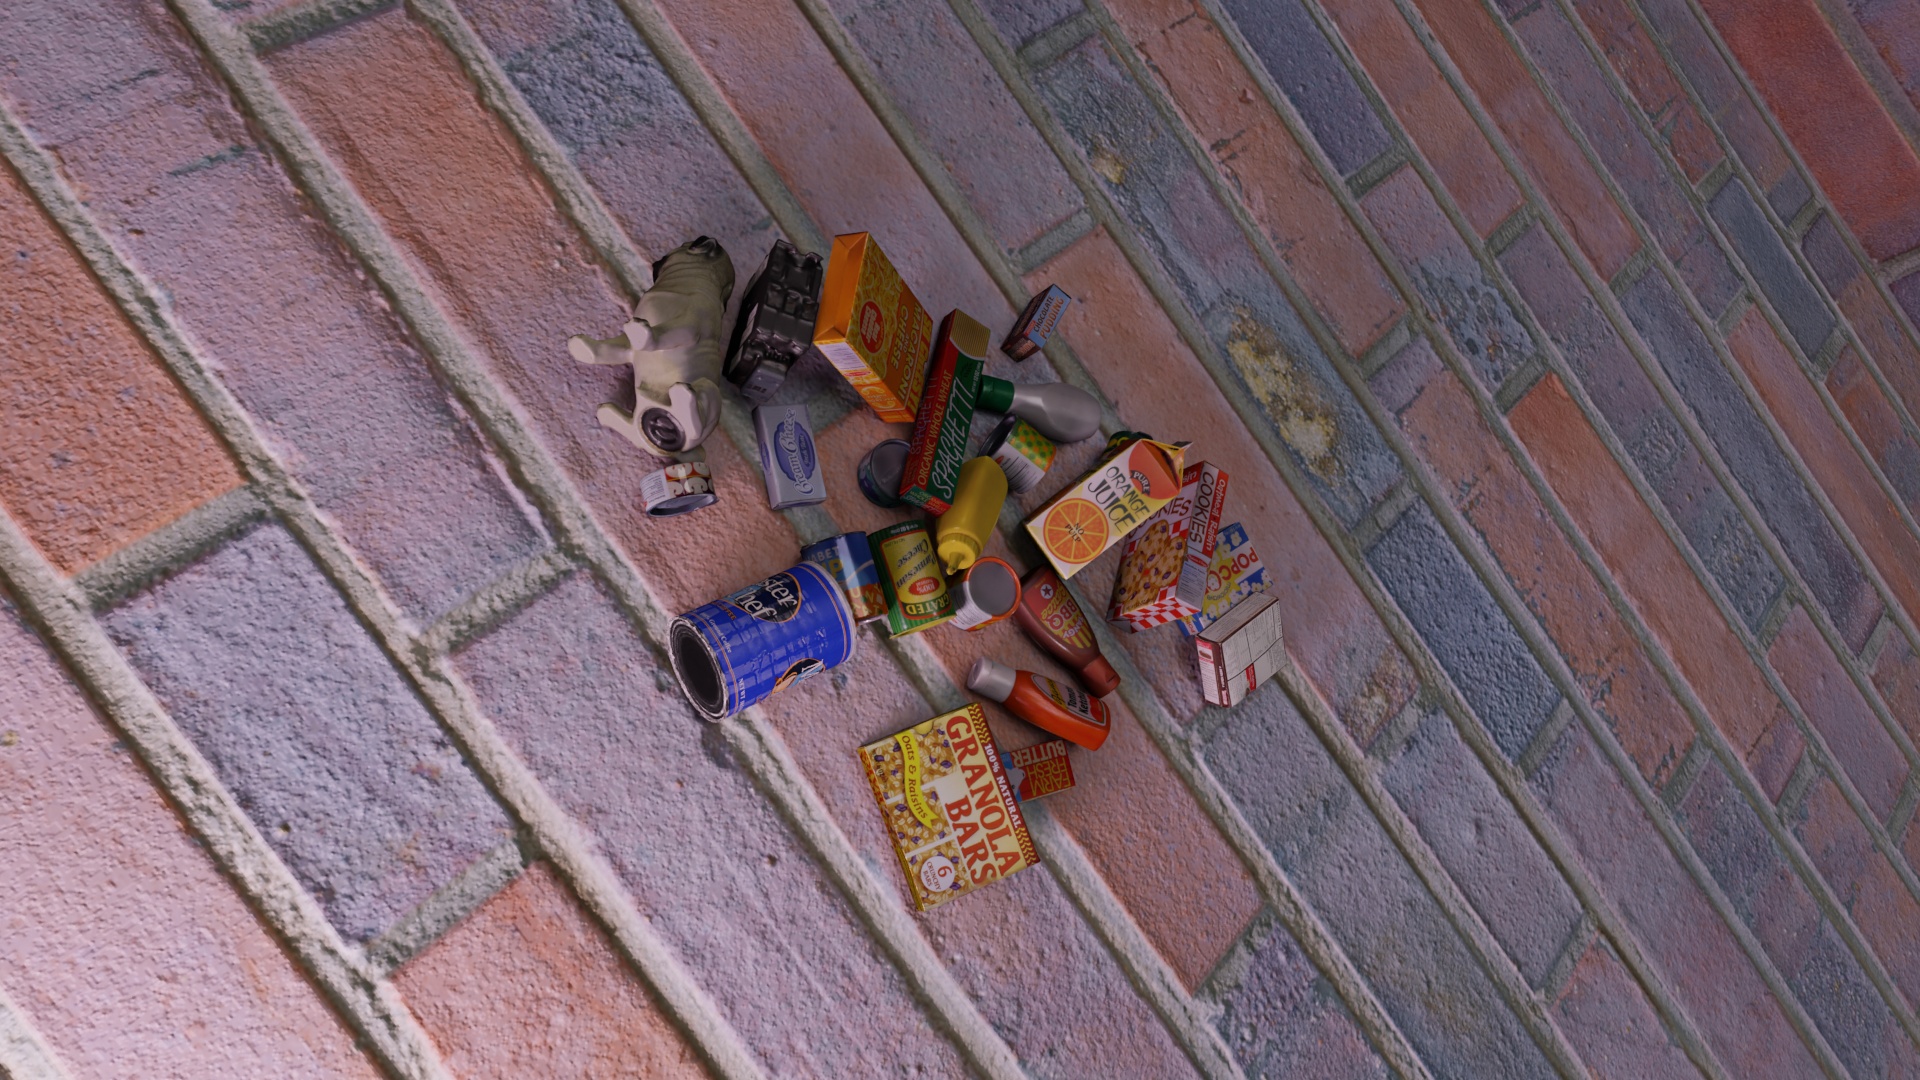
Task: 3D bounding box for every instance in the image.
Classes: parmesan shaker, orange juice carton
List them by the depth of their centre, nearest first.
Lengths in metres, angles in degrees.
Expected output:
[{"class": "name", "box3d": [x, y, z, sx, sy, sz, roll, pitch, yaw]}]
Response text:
[{"class": "parmesan shaker", "box3d": [-0.053, 0.038, 1.371, 0.071, 0.071, 0.103, -16, 82, -32]}, {"class": "orange juice carton", "box3d": [0.161, -0.047, 1.465, 0.193, 0.072, 0.073, -37, 95, -1]}]

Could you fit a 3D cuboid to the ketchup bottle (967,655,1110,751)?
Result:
[{"class": "ketchup bottle", "box3d": [0.079, 0.162, 1.412, 0.149, 0.043, 0.065, 25, 24, -15]}]

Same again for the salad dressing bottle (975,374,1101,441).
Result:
[{"class": "salad dressing bottle", "box3d": [0.082, -0.149, 1.522, 0.148, 0.044, 0.064, 12, 71, -25]}]

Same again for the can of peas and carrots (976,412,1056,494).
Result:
[{"class": "can of peas and carrots", "box3d": [0.061, -0.093, 1.478, 0.058, 0.070, 0.071, 37, 60, -16]}]

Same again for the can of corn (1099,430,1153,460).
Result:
[{"class": "can of corn", "box3d": [0.186, -0.080, 1.542, 0.071, 0.071, 0.058, 37, 61, -15]}]

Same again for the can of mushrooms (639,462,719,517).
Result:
[{"class": "can of mushrooms", "box3d": [-0.258, -0.047, 1.282, 0.071, 0.071, 0.033, -10, 79, -32]}]

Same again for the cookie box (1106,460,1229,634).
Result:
[{"class": "cookie box", "box3d": [0.224, 0.007, 1.503, 0.040, 0.122, 0.168, 27, 63, -21]}]

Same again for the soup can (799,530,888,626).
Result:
[{"class": "soup can", "box3d": [-0.113, 0.041, 1.334, 0.071, 0.071, 0.084, -12, 81, -32]}]

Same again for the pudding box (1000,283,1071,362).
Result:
[{"class": "pudding box", "box3d": [0.085, -0.242, 1.550, 0.030, 0.049, 0.084, 40, 60, -15]}]

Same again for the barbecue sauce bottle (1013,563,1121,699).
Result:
[{"class": "barbecue sauce bottle", "box3d": [0.110, 0.099, 1.457, 0.065, 0.043, 0.148, -41, 97, -35]}]

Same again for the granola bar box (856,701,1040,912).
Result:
[{"class": "granola bar box", "box3d": [-0.011, 0.252, 1.325, 0.124, 0.039, 0.165, -19, 84, -19]}]

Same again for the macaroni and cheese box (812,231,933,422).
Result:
[{"class": "macaroni and cheese box", "box3d": [-0.083, -0.210, 1.393, 0.166, 0.040, 0.124, 46, 47, -57]}]

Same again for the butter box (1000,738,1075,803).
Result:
[{"class": "butter box", "box3d": [0.064, 0.236, 1.397, 0.104, 0.024, 0.053, -10, 80, -31]}]

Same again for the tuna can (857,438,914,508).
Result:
[{"class": "tuna can", "box3d": [-0.068, -0.066, 1.415, 0.071, 0.032, 0.071, 10, 69, -27]}]

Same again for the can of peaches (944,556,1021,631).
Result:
[{"class": "can of peaches", "box3d": [0.022, 0.053, 1.413, 0.071, 0.058, 0.071, 9, 70, -26]}]

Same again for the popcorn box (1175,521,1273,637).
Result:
[{"class": "popcorn box", "box3d": [0.287, 0.043, 1.578, 0.127, 0.038, 0.085, -28, 90, -33]}]

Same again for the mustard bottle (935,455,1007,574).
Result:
[{"class": "mustard bottle", "box3d": [0.005, -0.018, 1.401, 0.048, 0.065, 0.161, 46, 38, -25]}]

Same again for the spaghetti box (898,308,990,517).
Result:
[{"class": "spaghetti box", "box3d": [-0.014, -0.136, 1.445, 0.050, 0.028, 0.251, 29, 51, -23]}]

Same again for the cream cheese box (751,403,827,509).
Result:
[{"class": "cream cheese box", "box3d": [-0.169, -0.084, 1.369, 0.053, 0.024, 0.104, -7, 78, -31]}]
